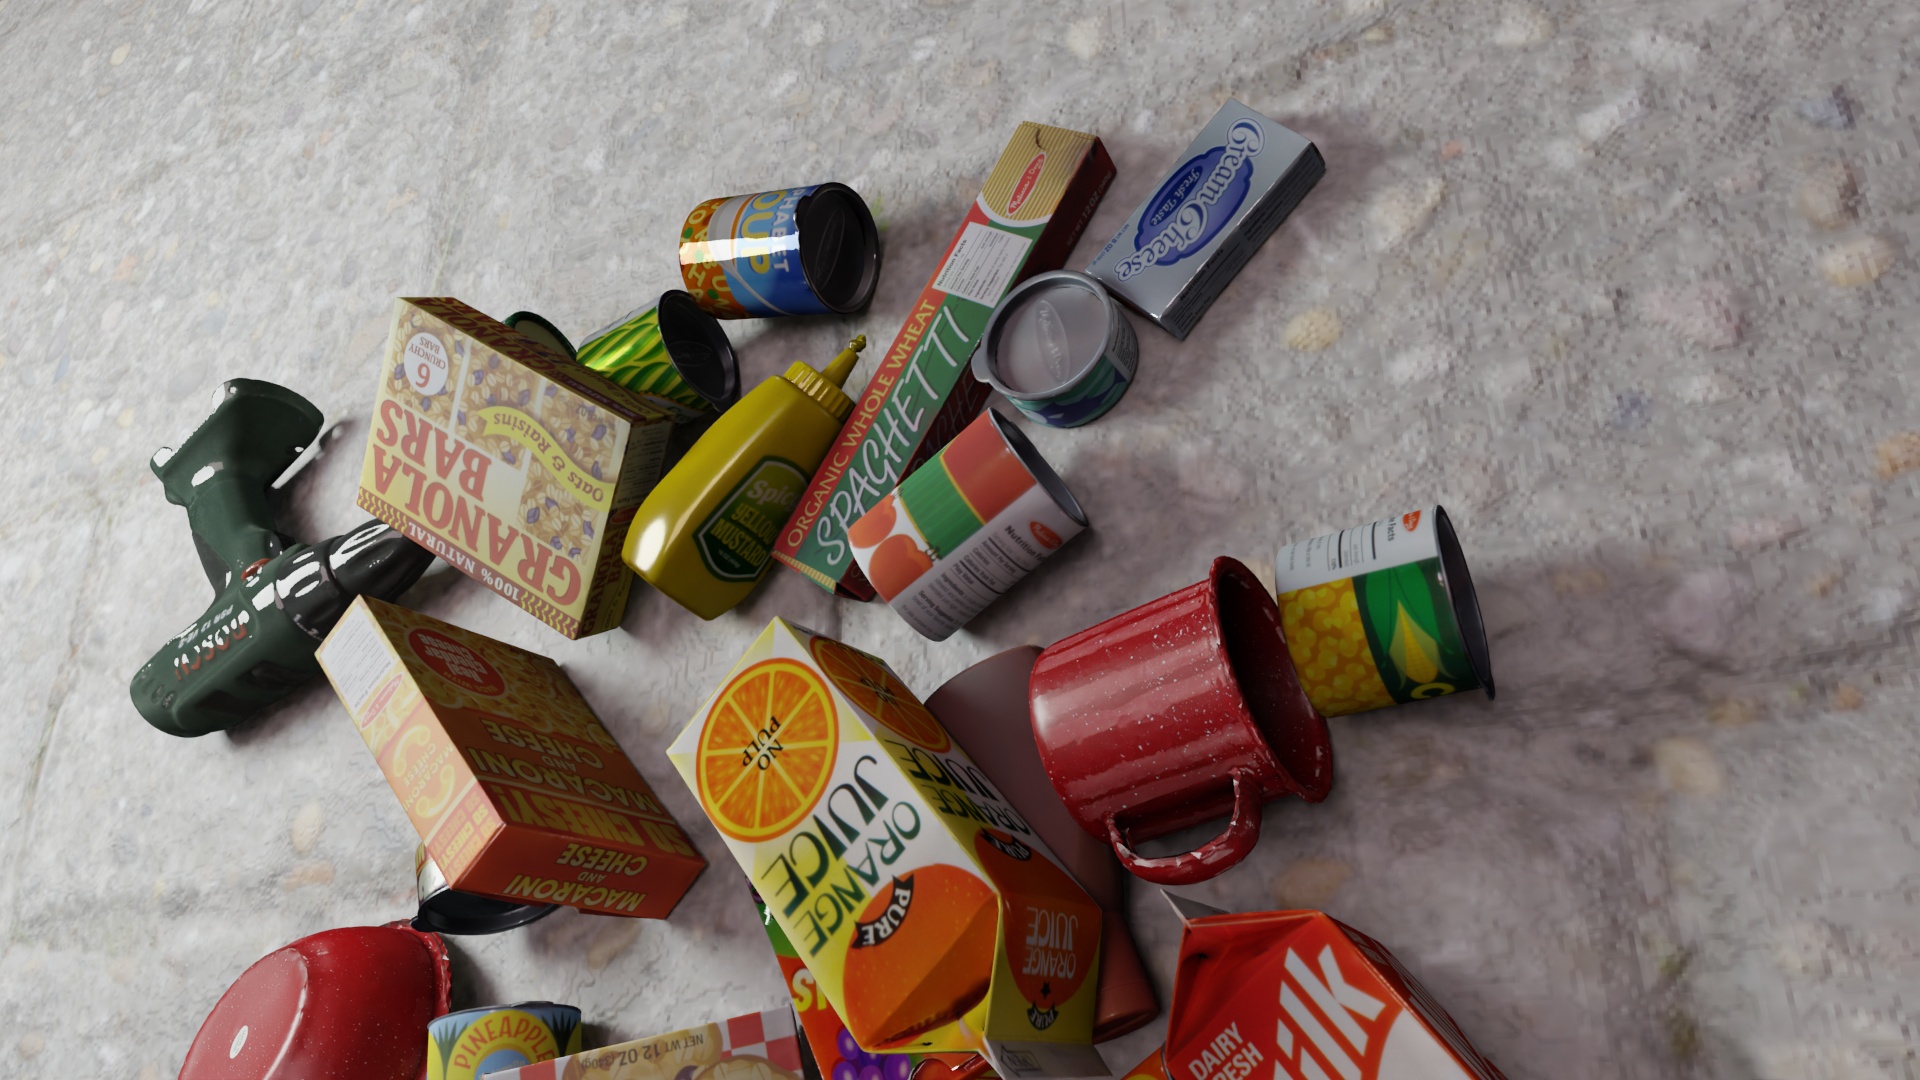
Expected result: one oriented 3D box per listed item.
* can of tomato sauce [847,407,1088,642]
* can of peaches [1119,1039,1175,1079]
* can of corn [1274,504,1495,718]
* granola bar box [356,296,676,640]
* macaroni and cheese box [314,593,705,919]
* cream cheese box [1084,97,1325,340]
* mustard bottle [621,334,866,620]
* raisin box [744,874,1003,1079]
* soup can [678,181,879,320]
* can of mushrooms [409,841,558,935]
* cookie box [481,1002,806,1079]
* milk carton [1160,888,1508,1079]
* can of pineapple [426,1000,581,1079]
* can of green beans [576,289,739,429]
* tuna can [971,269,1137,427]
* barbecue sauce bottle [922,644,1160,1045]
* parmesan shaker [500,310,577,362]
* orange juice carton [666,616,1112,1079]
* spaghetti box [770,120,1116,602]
[{"bbox_3d":[0.002,-0.008,0.602,0.083,0.071,0.071,-40,54,11],"label":"can of tomato sauce"},{"bbox_3d":[0.068,0.210,0.463,0.058,0.071,0.071,-43,53,8],"label":"can of peaches"},{"bbox_3d":[0.152,0.029,0.497,0.058,0.071,0.071,-16,61,25],"label":"can of corn"},{"bbox_3d":[-0.234,-0.040,0.724,0.166,0.039,0.123,28,111,21],"label":"granola bar box"},{"bbox_3d":[-0.209,0.102,0.644,0.040,0.123,0.167,-52,53,5],"label":"macaroni and cheese box"},{"bbox_3d":[0.110,-0.145,0.626,0.104,0.024,0.053,-50,54,3],"label":"cream cheese box"},{"bbox_3d":[-0.095,-0.038,0.678,0.049,0.065,0.160,33,84,43],"label":"mustard bottle"},{"bbox_3d":[-0.025,0.165,0.556,0.086,0.040,0.124,-38,55,10],"label":"raisin box"},{"bbox_3d":[-0.096,-0.151,0.724,0.084,0.071,0.071,2,70,32],"label":"soup can"},{"bbox_3d":[-0.227,0.160,0.662,0.071,0.071,0.033,-30,56,17],"label":"can of mushrooms"},{"bbox_3d":[-0.108,0.274,0.520,0.123,0.040,0.168,-10,58,-10],"label":"cookie box"},{"bbox_3d":[0.134,0.184,0.431,0.073,0.072,0.191,-46,54,5],"label":"milk carton"},{"bbox_3d":[-0.200,0.239,0.609,0.071,0.071,0.058,-21,60,22],"label":"can of pineapple"},{"bbox_3d":[-0.161,-0.091,0.739,0.057,0.071,0.071,-24,58,22],"label":"can of green beans"},{"bbox_3d":[0.043,-0.086,0.634,0.071,0.033,0.071,-13,62,26],"label":"tuna can"},{"bbox_3d":[0.033,0.117,0.540,0.064,0.043,0.149,-31,56,17],"label":"barbecue sauce bottle"},{"bbox_3d":[-0.275,-0.081,0.804,0.103,0.071,0.071,-29,56,17],"label":"parmesan shaker"},{"bbox_3d":[-0.021,0.118,0.502,0.073,0.071,0.193,-51,52,7],"label":"orange juice carton"},{"bbox_3d":[-0.008,-0.087,0.668,0.050,0.028,0.250,25,83,37],"label":"spaghetti box"}]
